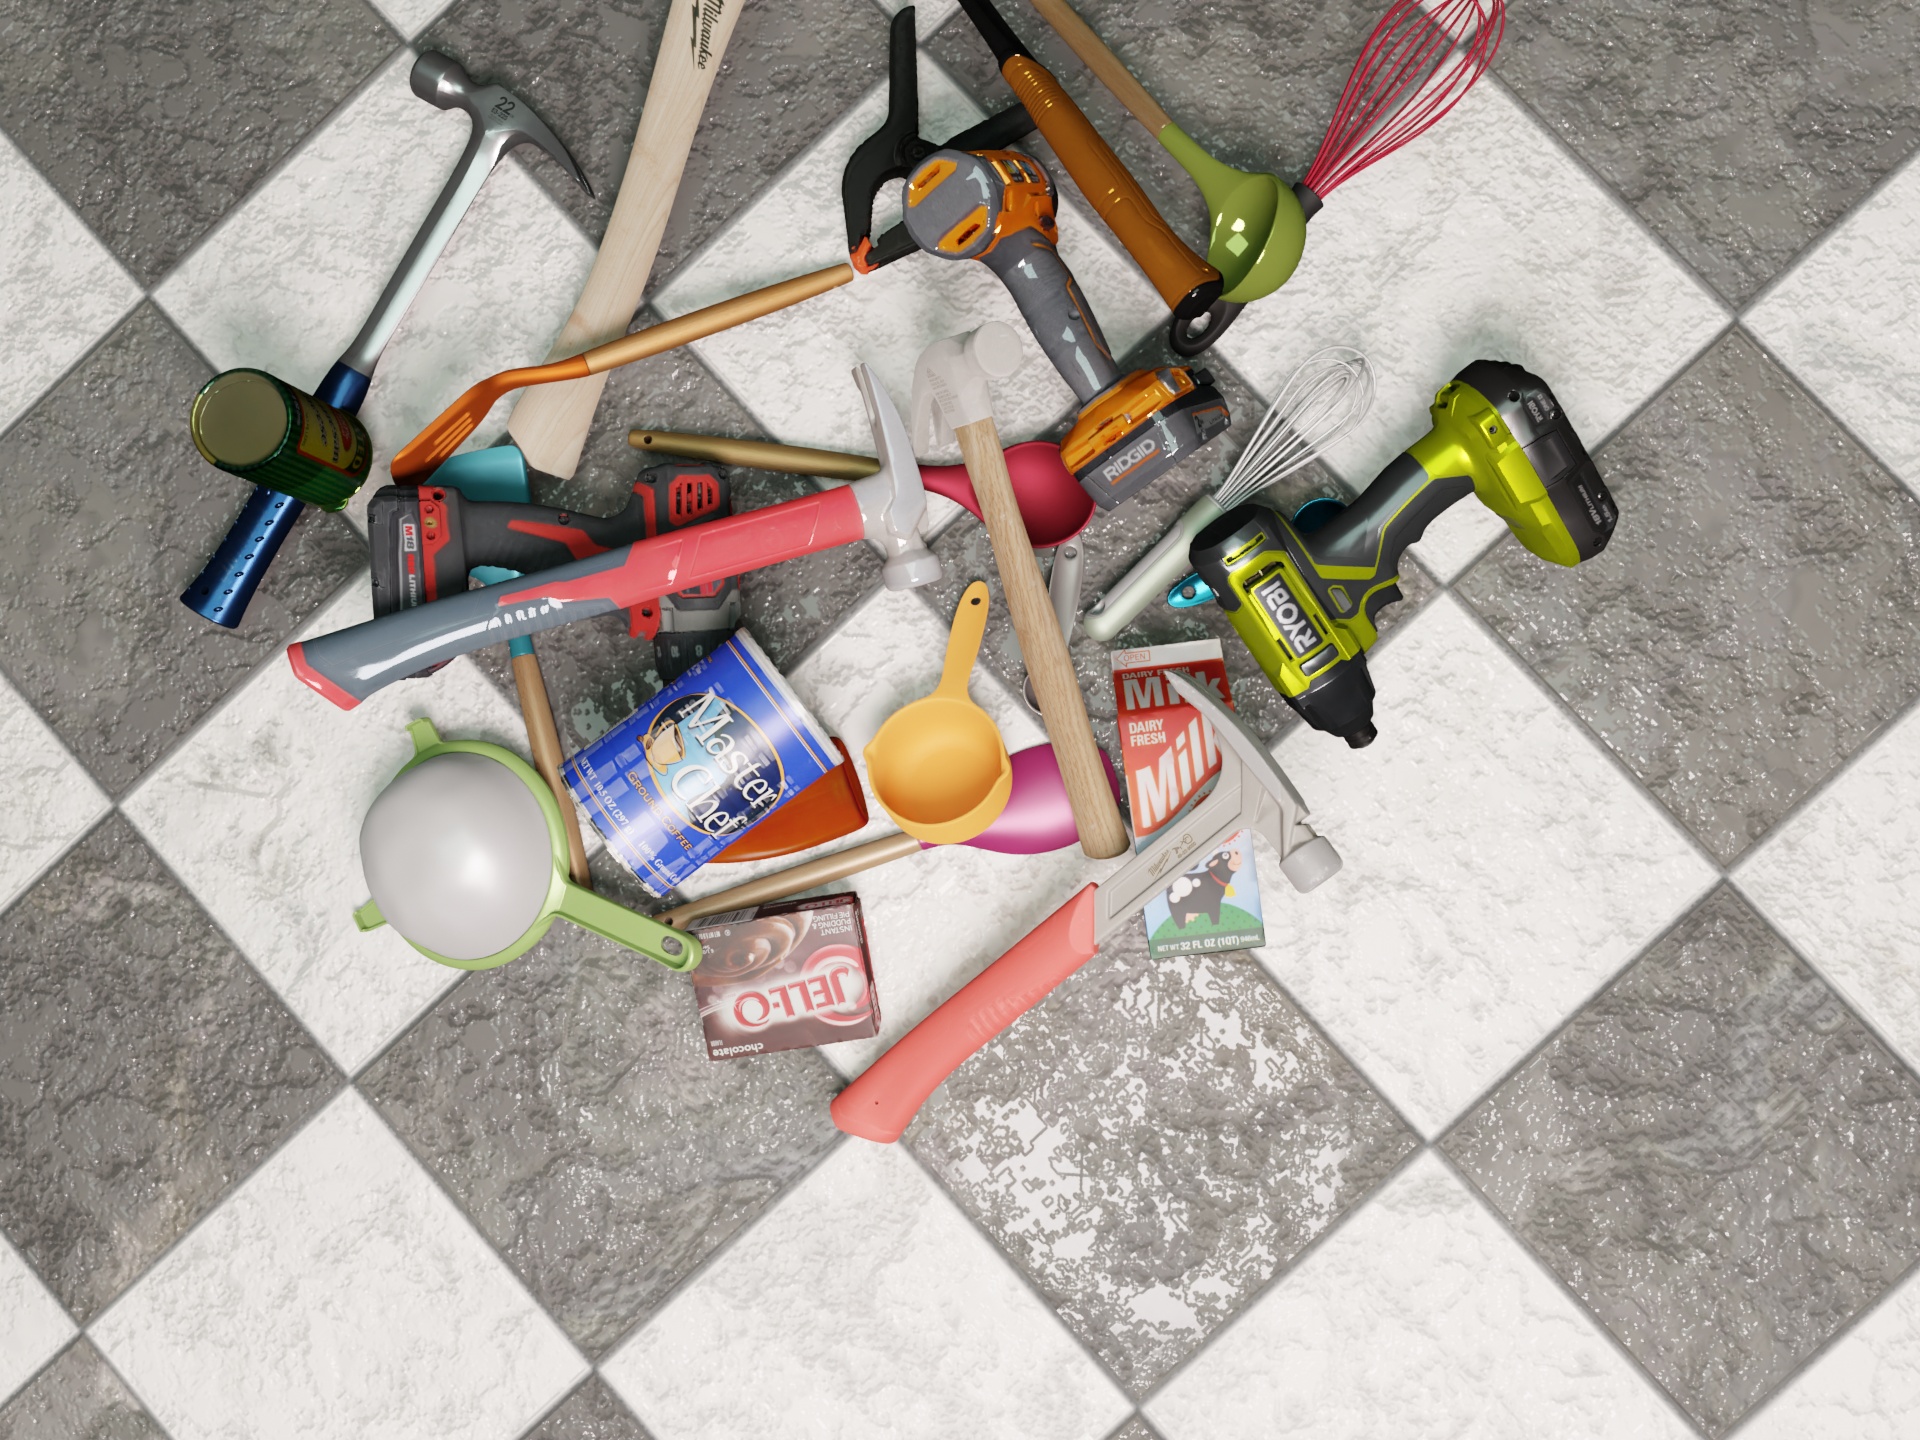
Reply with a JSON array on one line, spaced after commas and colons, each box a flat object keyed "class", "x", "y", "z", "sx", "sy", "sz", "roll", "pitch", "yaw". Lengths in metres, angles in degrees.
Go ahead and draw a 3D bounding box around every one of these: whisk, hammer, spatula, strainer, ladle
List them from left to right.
[{"class": "hammer", "x": -0.397, "y": -0.242, "z": 1.067, "sx": 0.144, "sy": 0.035, "sz": 0.405, "roll": 31, "pitch": 90, "yaw": 6}, {"class": "strainer", "x": -0.284, "y": 0.106, "z": 0.997, "sx": 0.256, "sy": 0.069, "sz": 0.151, "roll": 20, "pitch": 97, "yaw": 18}, {"class": "spatula", "x": -0.286, "y": -0.018, "z": 1.044, "sx": 0.082, "sy": 0.044, "sz": 0.317, "roll": -15, "pitch": 87, "yaw": -1}, {"class": "hammer", "x": -0.206, "y": -0.101, "z": 0.953, "sx": 0.386, "sy": 0.038, "sz": 0.143, "roll": -18, "pitch": 98, "yaw": -17}, {"class": "spatula", "x": -0.213, "y": -0.227, "z": 1.016, "sx": 0.322, "sy": 0.081, "sz": 0.041, "roll": -24, "pitch": 90, "yaw": -14}, {"class": "hammer", "x": -0.193, "y": -0.353, "z": 1.043, "sx": 0.146, "sy": 0.038, "sz": 0.410, "roll": 19, "pitch": 95, "yaw": -22}, {"class": "ladle", "x": -0.066, "y": -0.164, "z": 1.041, "sx": 0.315, "sy": 0.031, "sz": 0.069, "roll": 9, "pitch": 92, "yaw": 7}, {"class": "hammer", "x": 0.041, "y": -0.071, "z": 0.972, "sx": 0.031, "sy": 0.130, "sz": 0.331, "roll": -22, "pitch": 101, "yaw": -21}, {"class": "hammer", "x": 0.048, "y": 0.134, "z": 0.962, "sx": 0.359, "sy": 0.036, "sz": 0.149, "roll": -42, "pitch": 73, "yaw": 19}, {"class": "hammer", "x": 0.049, "y": -0.380, "z": 0.975, "sx": 0.337, "sy": 0.127, "sz": 0.034, "roll": 56, "pitch": 133, "yaw": 13}, {"class": "ladle", "x": 0.106, "y": -0.389, "z": 1.004, "sx": 0.320, "sy": 0.062, "sz": 0.078, "roll": 53, "pitch": 135, "yaw": 16}, {"class": "whisk", "x": 0.169, "y": -0.141, "z": 1.011, "sx": 0.246, "sy": 0.058, "sz": 0.059, "roll": -45, "pitch": 115, "yaw": 6}, {"class": "whisk", "x": 0.234, "y": -0.350, "z": 1.012, "sx": 0.073, "sy": 0.073, "sz": 0.296, "roll": 41, "pitch": 98, "yaw": 5}]

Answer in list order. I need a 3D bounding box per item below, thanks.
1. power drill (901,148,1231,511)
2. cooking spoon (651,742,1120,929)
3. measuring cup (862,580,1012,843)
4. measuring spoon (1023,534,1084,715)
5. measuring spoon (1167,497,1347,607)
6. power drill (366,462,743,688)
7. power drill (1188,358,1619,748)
[{"class": "power drill", "x": 0.070, "y": -0.251, "z": 0.980, "sx": 0.084, "sy": 0.164, "sz": 0.226, "roll": -34, "pitch": 93, "yaw": 29}, {"class": "cooking spoon", "x": -0.051, "y": 0.085, "z": 1.031, "sx": 0.319, "sy": 0.017, "sz": 0.069, "roll": -19, "pitch": 84, "yaw": 3}, {"class": "measuring cup", "x": -0.002, "y": -0.003, "z": 1.020, "sx": 0.095, "sy": 0.052, "sz": 0.174, "roll": 7, "pitch": 66, "yaw": 16}, {"class": "measuring spoon", "x": 0.064, "y": -0.062, "z": 1.034, "sx": 0.034, "sy": 0.018, "sz": 0.124, "roll": 10, "pitch": 81, "yaw": -2}, {"class": "measuring spoon", "x": 0.192, "y": -0.105, "z": 1.024, "sx": 0.128, "sy": 0.021, "sz": 0.042, "roll": -24, "pitch": 103, "yaw": 12}, {"class": "power drill", "x": -0.249, "y": -0.067, "z": 1.002, "sx": 0.226, "sy": 0.080, "sz": 0.188, "roll": -4, "pitch": 95, "yaw": -18}, {"class": "power drill", "x": 0.275, "y": -0.100, "z": 0.976, "sx": 0.223, "sy": 0.080, "sz": 0.171, "roll": -36, "pitch": 107, "yaw": 5}]
